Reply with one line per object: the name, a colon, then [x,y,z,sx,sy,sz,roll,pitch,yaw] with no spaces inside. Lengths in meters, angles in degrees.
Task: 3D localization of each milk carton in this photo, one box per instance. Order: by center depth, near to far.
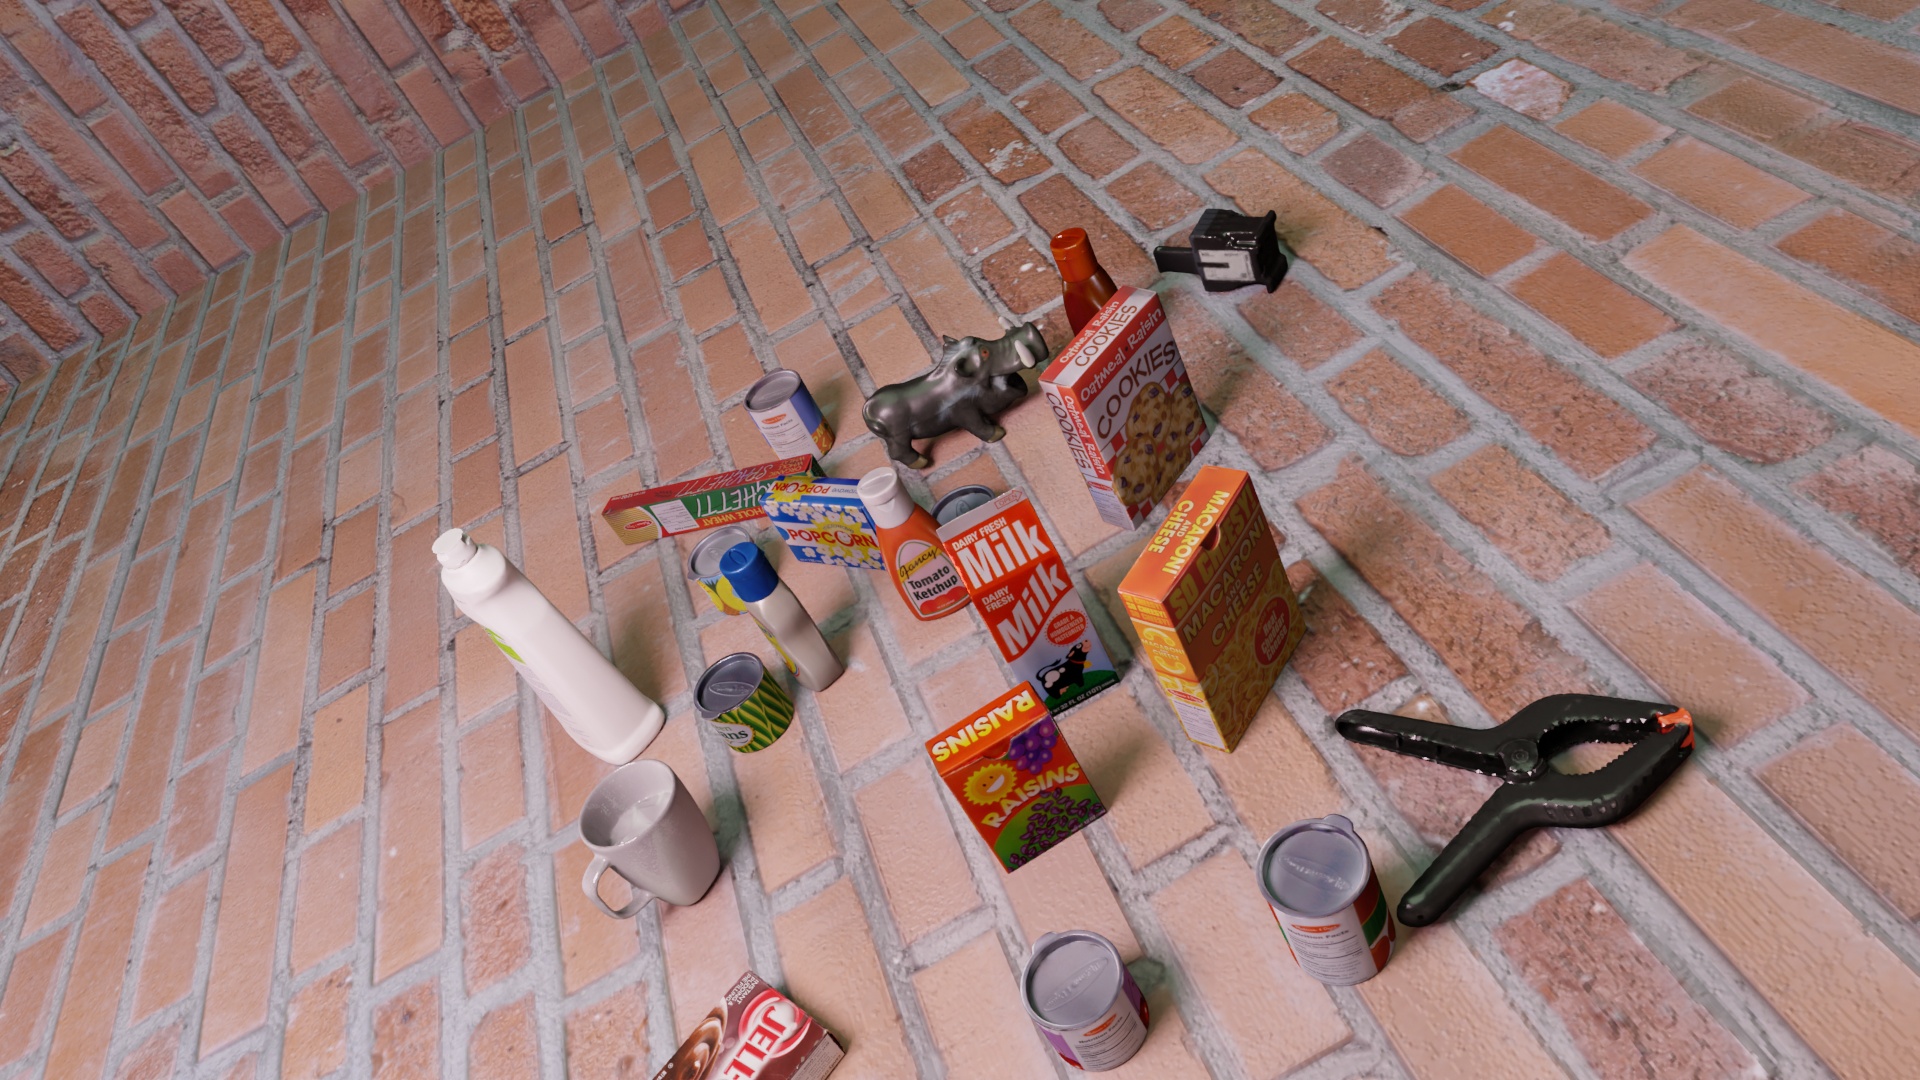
milk carton: [0.048,0.041,1.042,0.072,0.189,0.074,-29,38,1]

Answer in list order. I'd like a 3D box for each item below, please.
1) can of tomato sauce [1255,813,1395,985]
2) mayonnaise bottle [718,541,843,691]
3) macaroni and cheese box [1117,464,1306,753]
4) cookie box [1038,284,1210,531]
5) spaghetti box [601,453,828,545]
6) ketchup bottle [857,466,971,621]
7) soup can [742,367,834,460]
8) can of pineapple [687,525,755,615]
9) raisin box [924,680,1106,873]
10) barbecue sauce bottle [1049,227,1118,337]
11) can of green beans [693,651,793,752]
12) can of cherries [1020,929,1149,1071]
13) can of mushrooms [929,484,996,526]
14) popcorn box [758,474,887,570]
can of tomato sauce: [0.220,0.215,0.832,0.071,0.082,0.071,-17,40,15]
mayonnaise bottle: [-0.153,0.063,1.174,0.041,0.147,0.065,-41,40,-14]
macaroni and cheese box: [0.181,0.049,0.972,0.040,0.165,0.124,13,55,40]
cookie box: [0.141,-0.111,1.172,0.040,0.166,0.123,18,58,43]
spaghetti box: [-0.250,-0.041,1.425,0.250,0.050,0.029,-11,42,21]
ketchup bottle: [-0.040,0.002,1.172,0.065,0.148,0.044,-25,39,5]
soup can: [-0.178,-0.128,1.450,0.071,0.083,0.072,-17,40,15]
can of pineapple: [-0.219,0.030,1.322,0.071,0.057,0.071,-17,40,15]
raisin box: [0.039,0.166,0.964,0.086,0.123,0.040,-31,38,-2]
barbecue sauce bottle: [0.126,-0.227,1.324,0.065,0.148,0.044,14,56,41]
can of green beans: [-0.184,0.138,1.182,0.071,0.057,0.071,-17,40,15]
can of cherries: [0.077,0.284,0.863,0.071,0.058,0.072,-17,40,15]
can of mushrooms: [0.004,-0.016,1.257,0.071,0.033,0.071,-17,40,15]
popcorn box: [-0.113,-0.017,1.288,0.126,0.085,0.038,5,50,35]
